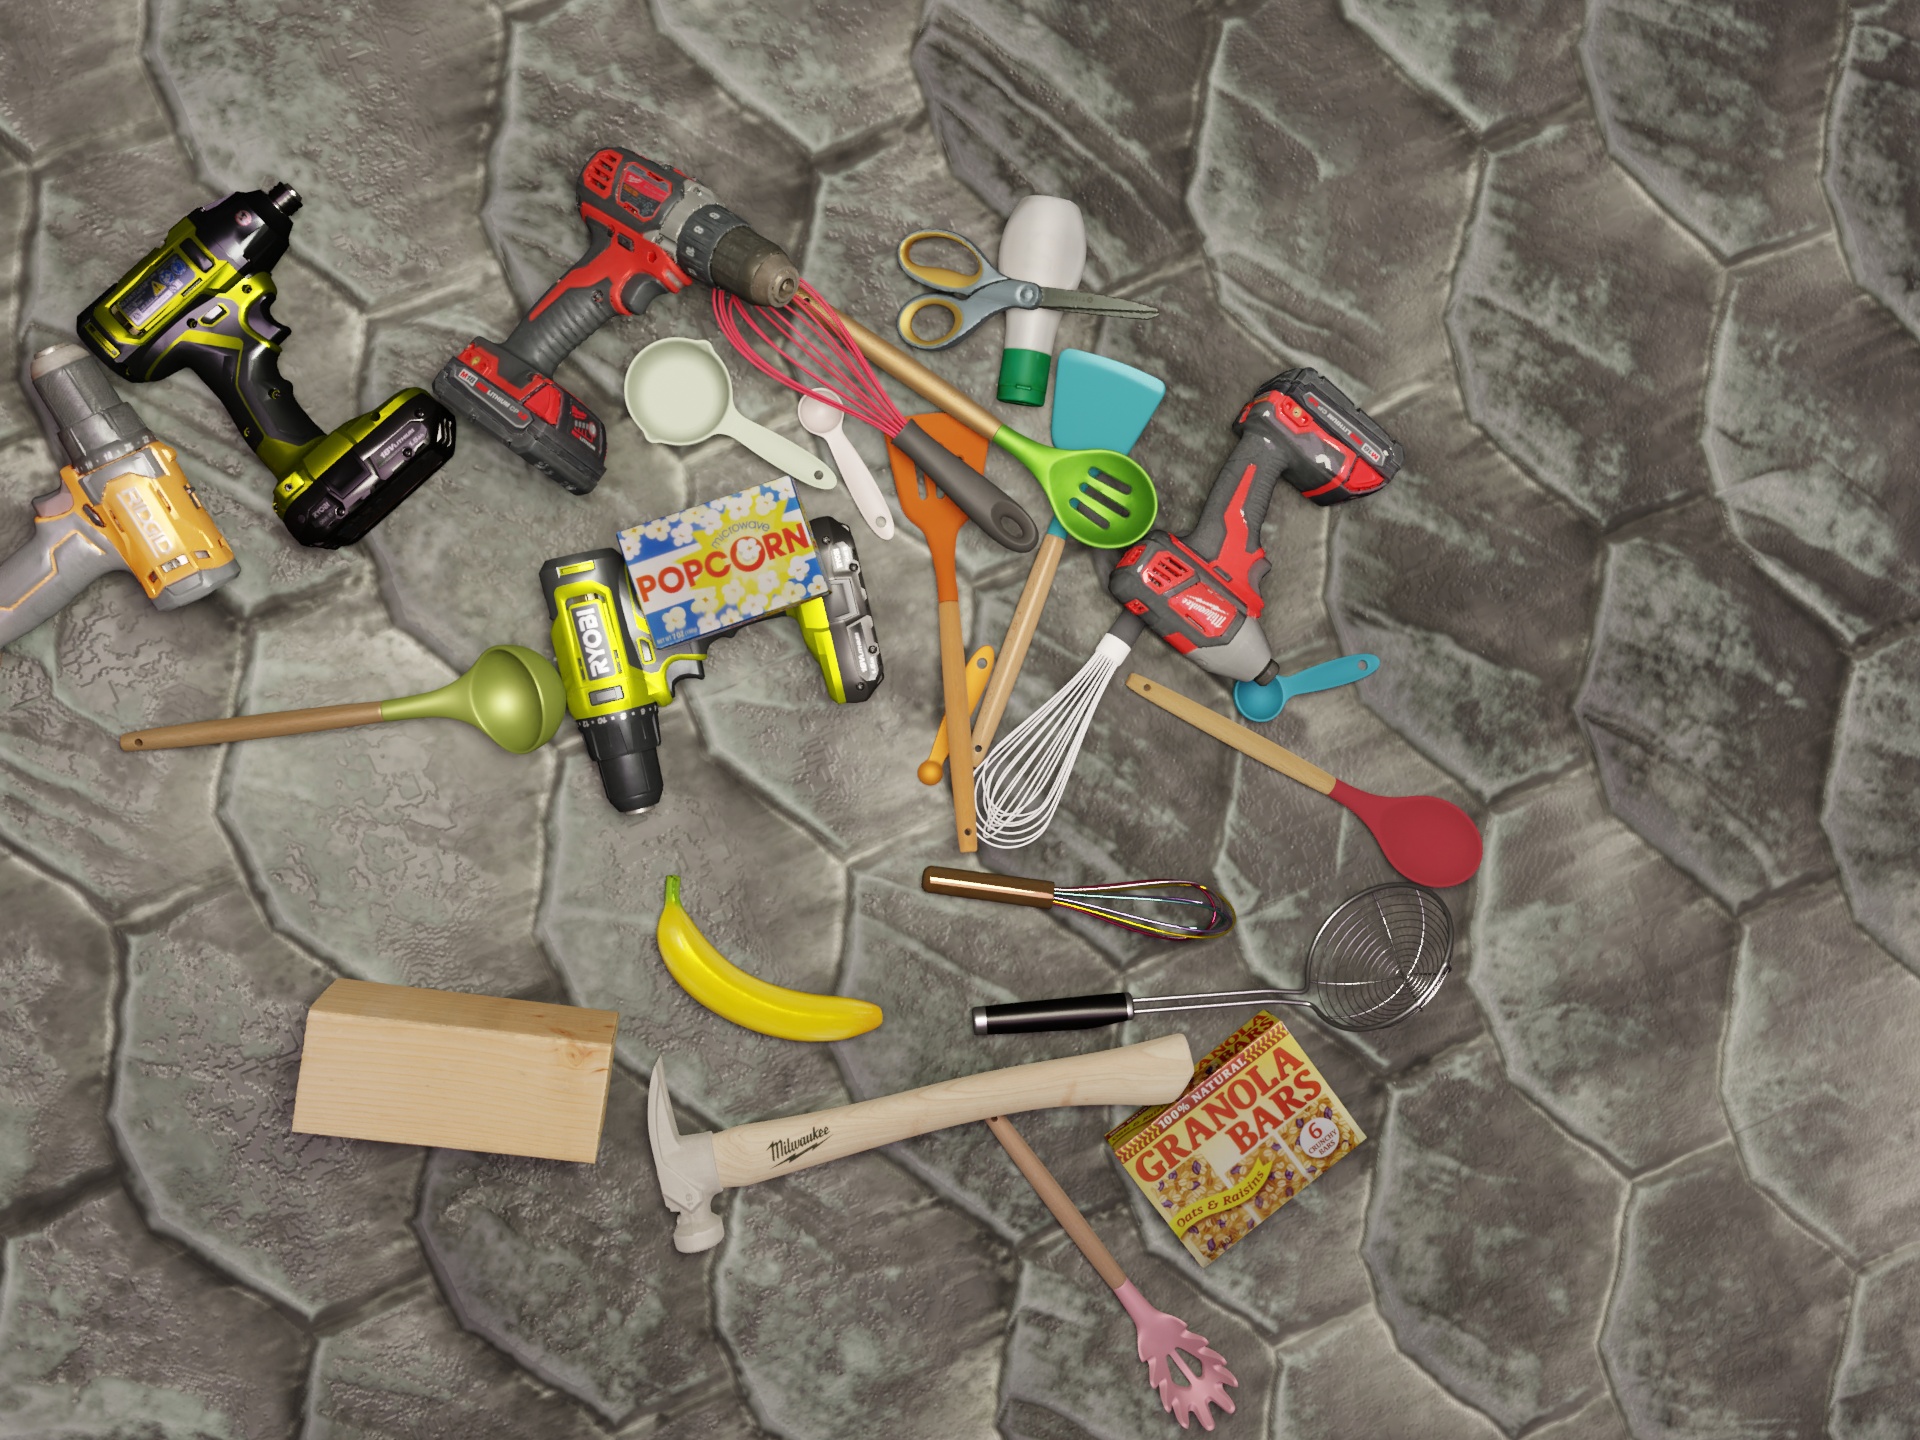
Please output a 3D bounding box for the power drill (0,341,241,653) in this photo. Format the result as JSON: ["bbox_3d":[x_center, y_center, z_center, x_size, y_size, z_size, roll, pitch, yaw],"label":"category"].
[{"bbox_3d":[-0.633,-0.130,1.066,0.226,0.084,0.185,-27,110,-8],"label":"power drill"}]

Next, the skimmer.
[{"bbox_3d":[0.189,0.192,1.212,0.363,0.127,0.090,-5,129,-1],"label":"skimmer"}]

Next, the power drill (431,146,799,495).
[{"bbox_3d":[-0.231,-0.269,1.088,0.188,0.080,0.227,35,89,24],"label":"power drill"}]

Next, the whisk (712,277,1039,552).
[{"bbox_3d":[-0.057,-0.221,1.140,0.295,0.073,0.073,40,89,-9],"label":"whisk"}]

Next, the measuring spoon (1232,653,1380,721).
[{"bbox_3d":[0.269,-0.030,1.245,0.128,0.021,0.042,-15,87,-15],"label":"measuring spoon"}]

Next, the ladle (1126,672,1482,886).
[{"bbox_3d":[0.267,0.041,1.243,0.315,0.031,0.069,28,86,-7],"label":"ladle"}]

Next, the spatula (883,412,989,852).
[{"bbox_3d":[-0.006,-0.065,1.171,0.081,0.041,0.323,-4,82,-8],"label":"spatula"}]

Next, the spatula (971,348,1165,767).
[{"bbox_3d":[0.061,-0.114,1.191,0.082,0.044,0.317,20,92,0],"label":"spatula"}]

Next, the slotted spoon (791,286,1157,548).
[{"bbox_3d":[0.007,-0.226,1.160,0.314,0.031,0.070,34,97,2],"label":"slotted spoon"}]

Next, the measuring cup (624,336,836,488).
[{"bbox_3d":[-0.165,-0.214,1.157,0.167,0.038,0.083,30,90,-11],"label":"measuring cup"}]

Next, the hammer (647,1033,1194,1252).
[{"bbox_3d":[-0.029,0.287,1.205,0.410,0.038,0.146,-12,95,-3],"label":"hammer"}]

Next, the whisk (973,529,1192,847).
[{"bbox_3d":[0.098,-0.026,1.202,0.070,0.070,0.284,36,85,-9],"label":"whisk"}]

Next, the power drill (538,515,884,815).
[{"bbox_3d":[-0.175,-0.044,1.150,0.228,0.080,0.190,-13,95,-4],"label":"power drill"}]

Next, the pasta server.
[{"bbox_3d":[0.111,0.423,1.248,0.060,0.040,0.316,-37,97,-7],"label":"pasta server"}]

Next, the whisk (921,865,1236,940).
[{"bbox_3d":[0.092,0.135,1.224,0.245,0.051,0.047,8,73,-4],"label":"whisk"}]

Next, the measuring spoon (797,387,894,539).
[{"bbox_3d":[-0.083,-0.189,1.183,0.034,0.018,0.124,-32,105,-11],"label":"measuring spoon"}]

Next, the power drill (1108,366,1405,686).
[{"bbox_3d":[0.223,-0.138,1.178,0.143,0.078,0.220,39,80,-9],"label":"power drill"}]

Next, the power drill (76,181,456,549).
[{"bbox_3d":[-0.463,-0.244,1.094,0.171,0.080,0.223,-42,96,-2],"label":"power drill"}]

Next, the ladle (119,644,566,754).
[{"bbox_3d":[-0.434,-0.001,1.115,0.320,0.062,0.078,-7,102,0],"label":"ladle"}]

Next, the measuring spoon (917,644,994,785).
[{"bbox_3d":[-0.002,-0.004,1.209,0.021,0.011,0.117,25,91,-9],"label":"measuring spoon"}]
